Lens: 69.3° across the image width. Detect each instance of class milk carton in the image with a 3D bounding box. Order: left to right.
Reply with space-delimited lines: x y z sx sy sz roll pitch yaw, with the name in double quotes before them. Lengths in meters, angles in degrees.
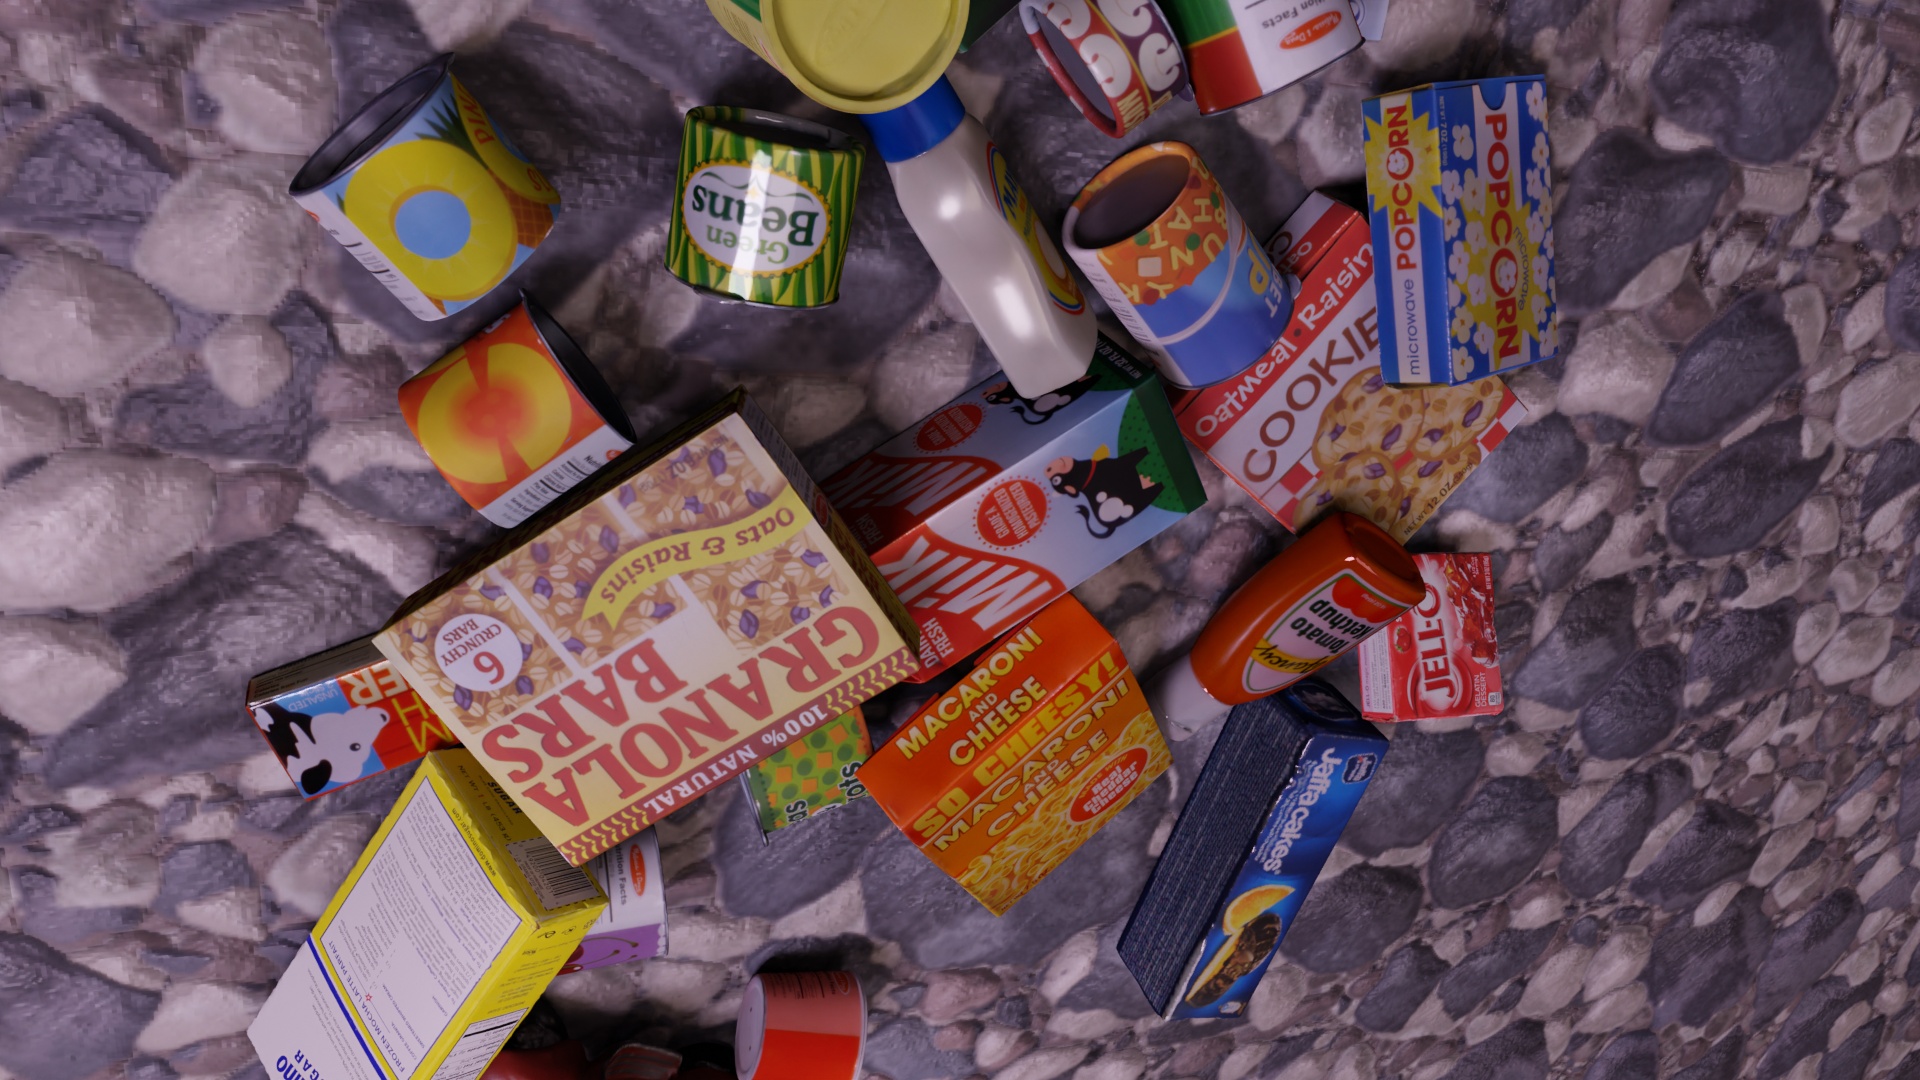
"milk carton" 0.002 -0.008 0.602 0.191 0.072 0.073 -32 125 -3

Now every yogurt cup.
"yogurt cup" -0.084 0.255 0.720 0.054 0.072 0.072 13 112 -20

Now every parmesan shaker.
"parmesan shaker" -0.048 -0.188 0.460 0.071 0.103 0.071 -11 122 -18

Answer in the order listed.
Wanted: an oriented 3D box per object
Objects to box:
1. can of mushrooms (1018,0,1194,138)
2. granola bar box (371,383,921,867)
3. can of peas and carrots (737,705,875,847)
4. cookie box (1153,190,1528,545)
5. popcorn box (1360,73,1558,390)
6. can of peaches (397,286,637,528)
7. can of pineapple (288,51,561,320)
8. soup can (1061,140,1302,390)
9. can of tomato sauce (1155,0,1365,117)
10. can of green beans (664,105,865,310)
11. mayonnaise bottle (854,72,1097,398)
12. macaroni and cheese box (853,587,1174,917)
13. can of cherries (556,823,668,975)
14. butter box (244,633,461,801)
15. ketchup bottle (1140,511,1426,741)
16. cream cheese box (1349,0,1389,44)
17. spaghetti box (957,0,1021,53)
"can of mushrooms" 0.055 -0.186 0.526 0.033 0.071 0.071 -38 125 2
"granola bar box" -0.116 0.036 0.535 0.165 0.039 0.124 -30 110 10
"can of peas and carrots" -0.073 0.095 0.629 0.059 0.071 0.070 -19 123 -13
"cookie box" 0.182 -0.066 0.666 0.167 0.040 0.123 36 100 -34
"popcorn box" 0.221 -0.135 0.610 0.085 0.038 0.126 -16 104 -34
"can of peaches" -0.164 -0.048 0.513 0.058 0.071 0.071 -36 125 -1
"can of pineapple" -0.177 -0.118 0.467 0.071 0.071 0.057 -38 126 1
"soup can" 0.094 -0.117 0.583 0.071 0.071 0.083 -42 125 4
"can of tomato sauce" 0.105 -0.213 0.524 0.071 0.071 0.083 -29 108 -6
"can of green beans" -0.072 -0.123 0.509 0.071 0.071 0.057 2 117 -24
"mayonnaise bottle" 0.005 -0.128 0.542 0.041 0.065 0.147 -21 126 22
"macaroni and cheese box" 0.032 0.106 0.656 0.124 0.040 0.166 -41 148 -6
"can of cherries" -0.167 0.161 0.630 0.058 0.072 0.071 -7 120 -20
"butter box" -0.230 0.064 0.572 0.104 0.024 0.053 -20 123 -12
"ketchup bottle" 0.153 0.047 0.689 0.064 0.044 0.148 27 127 -30
"cream cheese box" 0.152 -0.254 0.557 0.053 0.024 0.103 -6 120 -20
"spaghetti box" 0.076 -0.272 0.498 0.250 0.050 0.028 -41 127 3
